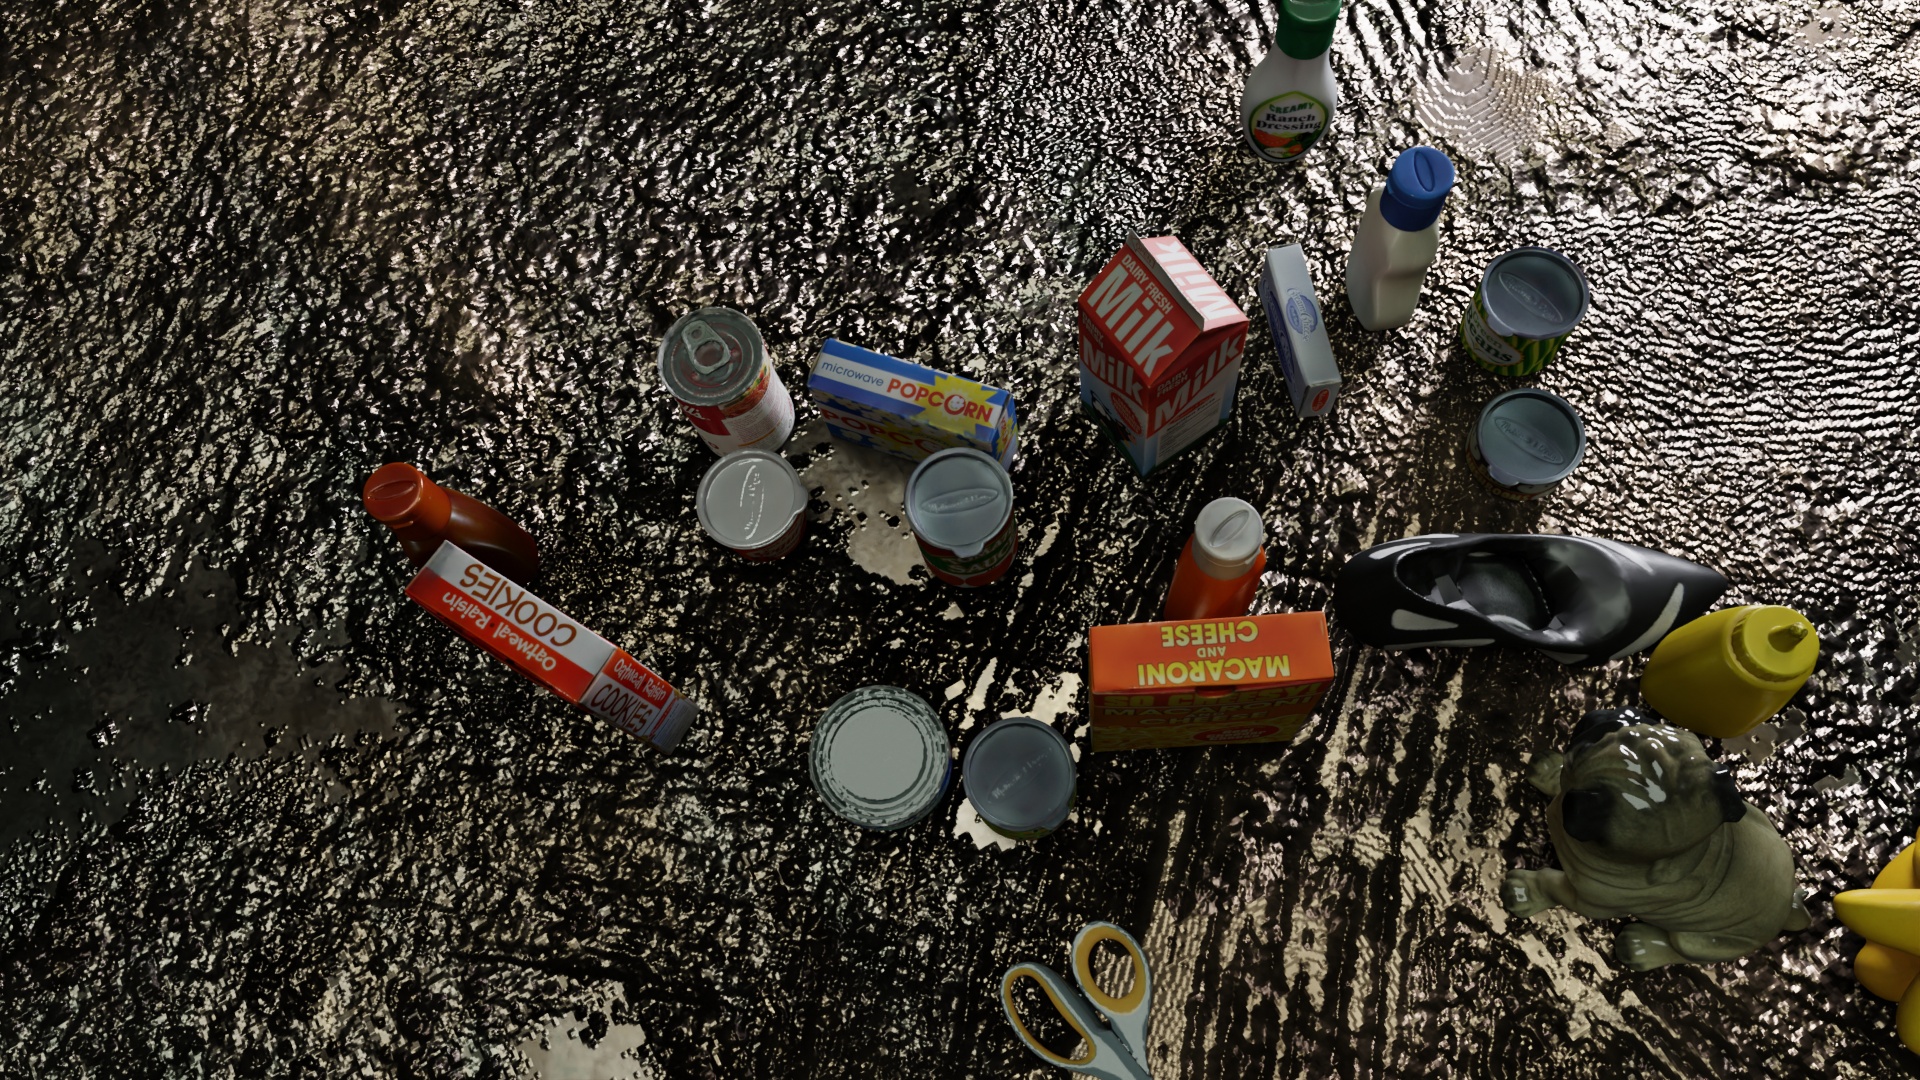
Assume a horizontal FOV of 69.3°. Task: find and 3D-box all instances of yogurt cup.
[{"bbox_3d":[-0.132,-0.019,0.903,0.072,0.053,0.072,-2,71,5],"label":"yogurt cup"}]

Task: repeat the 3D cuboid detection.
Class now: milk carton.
[{"bbox_3d":[0.120,-0.114,0.840,0.073,0.190,0.072,-34,72,-6],"label":"milk carton"}]

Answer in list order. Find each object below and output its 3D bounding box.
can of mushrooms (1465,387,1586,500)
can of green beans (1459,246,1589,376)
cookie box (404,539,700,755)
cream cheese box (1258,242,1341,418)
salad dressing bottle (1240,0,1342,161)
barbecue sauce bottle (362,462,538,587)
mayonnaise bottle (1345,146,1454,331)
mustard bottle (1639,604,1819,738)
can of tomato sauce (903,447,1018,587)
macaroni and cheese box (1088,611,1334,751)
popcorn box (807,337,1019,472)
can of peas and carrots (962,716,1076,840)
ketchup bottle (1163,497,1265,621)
[{"bbox_3d":[0.356,-0.059,0.882,0.071,0.033,0.071,-2,71,5],"label":"can of mushrooms"},{"bbox_3d":[0.363,-0.147,0.899,0.071,0.057,0.071,-2,71,5],"label":"can of green beans"},{"bbox_3d":[-0.235,0.069,0.822,0.123,0.167,0.040,29,77,14],"label":"cookie box"},{"bbox_3d":[0.221,-0.137,0.911,0.024,0.053,0.104,-12,71,1],"label":"cream cheese box"},{"bbox_3d":[0.222,-0.310,0.920,0.064,0.147,0.044,3,72,7],"label":"salad dressing bottle"},{"bbox_3d":[-0.319,-0.005,0.865,0.065,0.148,0.044,-14,71,1],"label":"barbecue sauce bottle"},{"bbox_3d":[0.276,-0.190,0.874,0.041,0.147,0.065,-10,71,2],"label":"mayonnaise bottle"},{"bbox_3d":[0.431,0.068,0.765,0.065,0.159,0.049,33,78,15],"label":"mustard bottle"},{"bbox_3d":[0.003,-0.011,0.872,0.071,0.083,0.071,-2,71,5],"label":"can of tomato sauce"},{"bbox_3d":[0.135,0.084,0.783,0.124,0.166,0.040,-4,71,4],"label":"macaroni and cheese box"},{"bbox_3d":[-0.029,-0.081,0.898,0.127,0.085,0.038,18,74,11],"label":"popcorn box"},{"bbox_3d":[0.038,0.145,0.828,0.071,0.058,0.071,-2,71,5],"label":"can of peas and carrots"},{"bbox_3d":[0.152,0.017,0.814,0.065,0.148,0.043,-42,73,-9],"label":"ketchup bottle"}]
